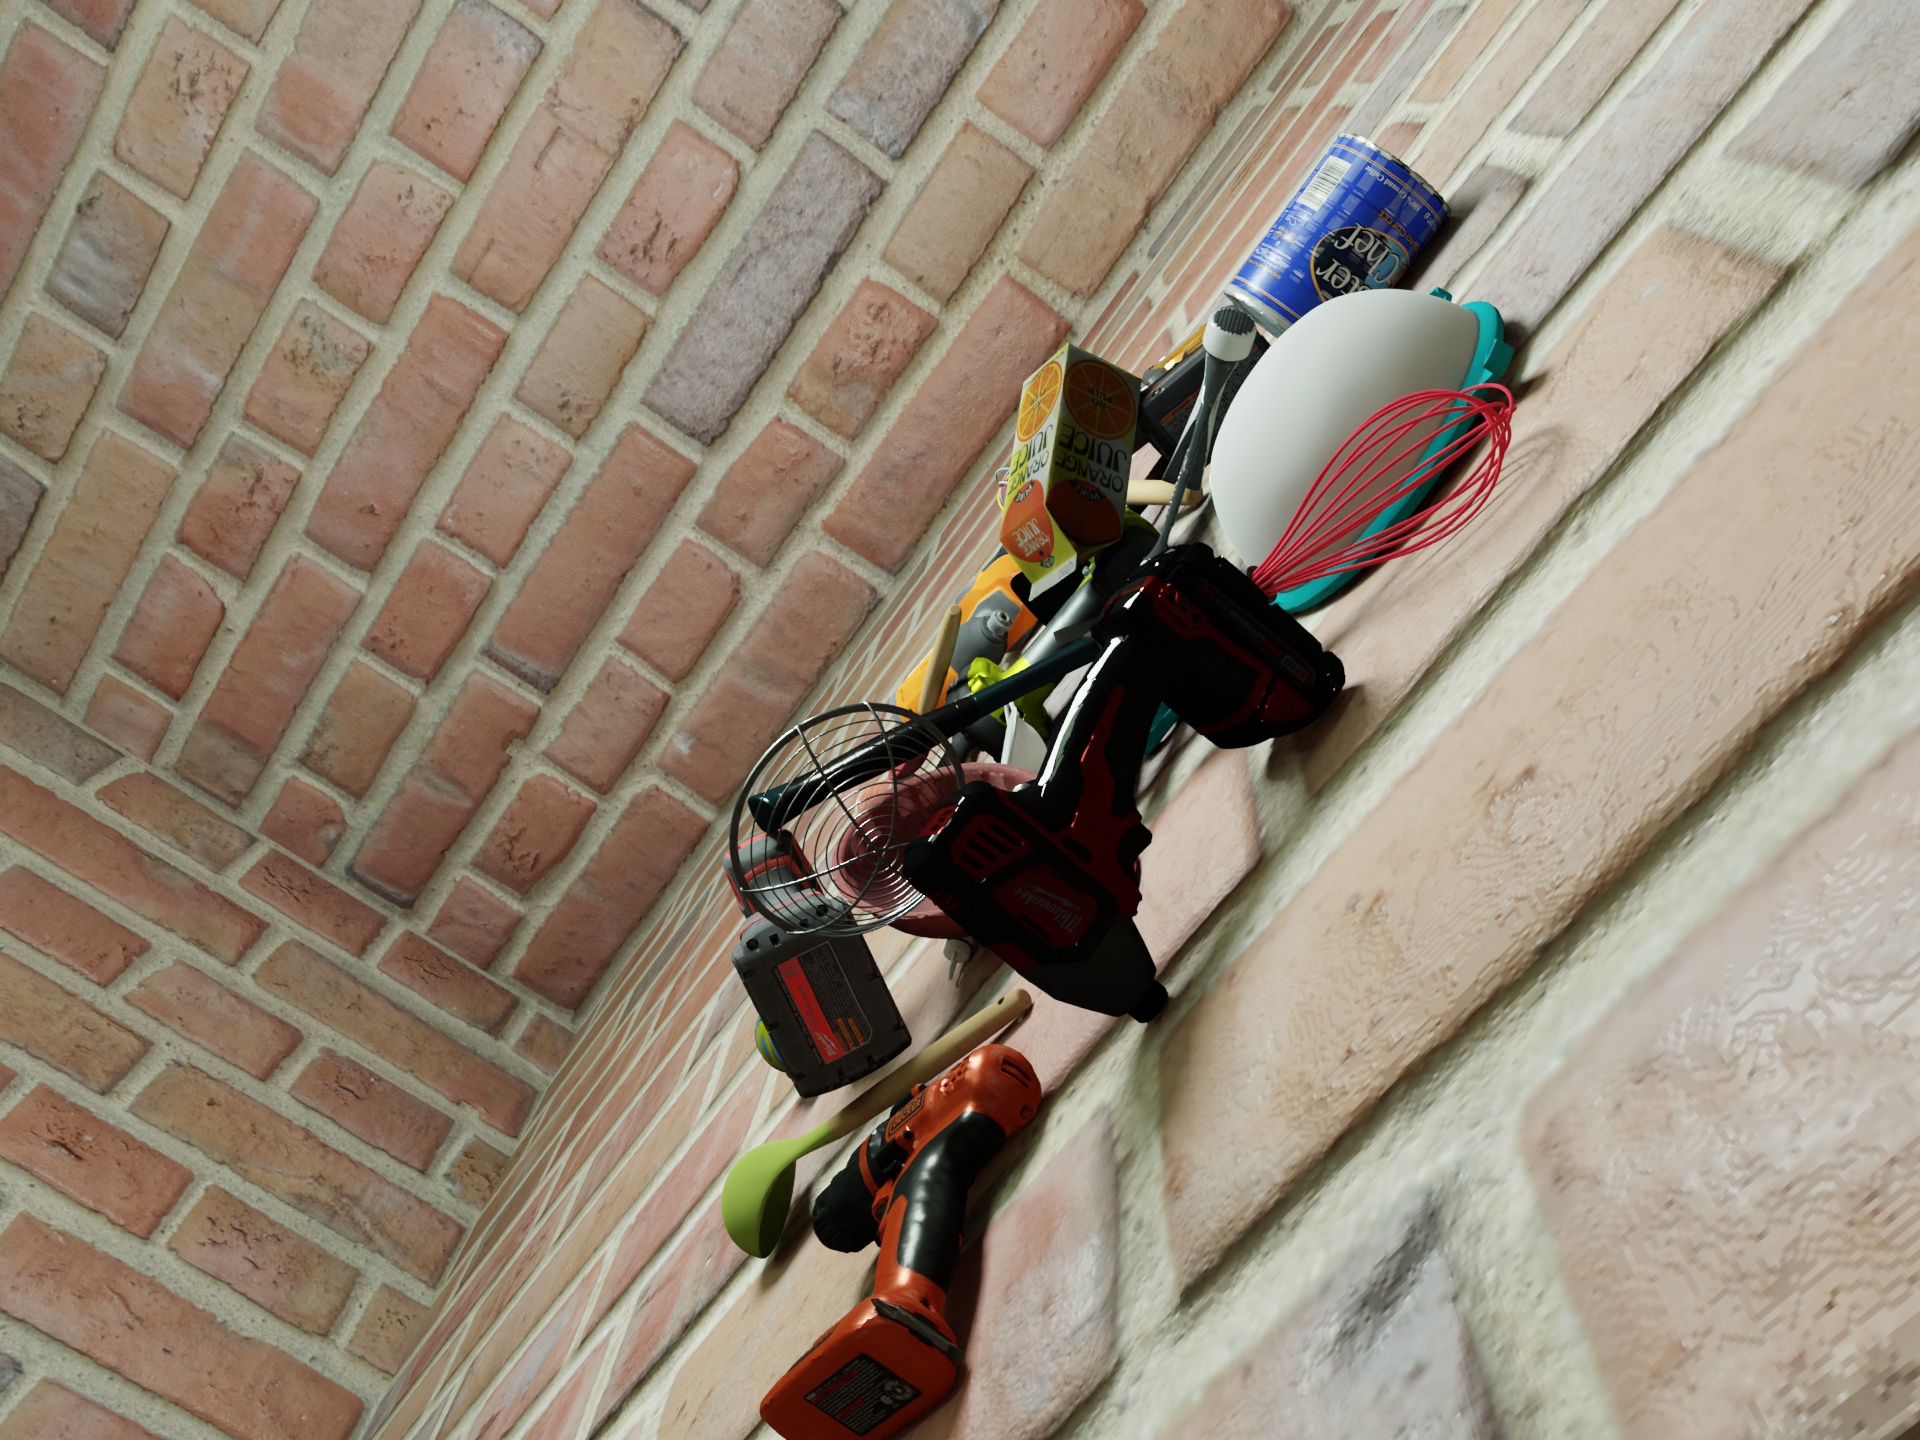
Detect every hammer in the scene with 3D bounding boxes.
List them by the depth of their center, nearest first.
[{"bbox_3d":[0.133,-0.111,1.086,0.149,0.036,0.409,102,-172,-49],"label":"hammer"},{"bbox_3d":[-0.002,-0.004,1.164,0.331,0.033,0.128,-27,8,-10],"label":"hammer"}]

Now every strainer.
[{"bbox_3d":[0.177,-0.128,0.958,0.340,0.095,0.211,-54,10,23],"label":"strainer"},{"bbox_3d":[0.026,0.084,1.177,0.086,0.050,0.259,102,-174,-51],"label":"strainer"}]

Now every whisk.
[{"bbox_3d":[0.175,-0.083,0.851,0.295,0.073,0.073,-39,18,41],"label":"whisk"},{"bbox_3d":[0.117,-0.207,1.413,0.245,0.051,0.047,10,47,48],"label":"whisk"},{"bbox_3d":[-0.021,0.062,1.451,0.070,0.070,0.285,-50,6,33],"label":"whisk"}]

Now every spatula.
[{"bbox_3d":[0.168,-0.214,1.459,0.317,0.082,0.044,-53,20,-18],"label":"spatula"}]

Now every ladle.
[{"bbox_3d":[-0.054,0.257,1.019,0.320,0.062,0.078,-41,14,33],"label":"ladle"},{"bbox_3d":[-0.027,-0.022,1.385,0.315,0.031,0.069,110,-176,-64],"label":"ladle"}]

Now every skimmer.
[{"bbox_3d":[-0.008,0.043,0.915,0.363,0.090,0.127,-12,-57,-70],"label":"skimmer"}]

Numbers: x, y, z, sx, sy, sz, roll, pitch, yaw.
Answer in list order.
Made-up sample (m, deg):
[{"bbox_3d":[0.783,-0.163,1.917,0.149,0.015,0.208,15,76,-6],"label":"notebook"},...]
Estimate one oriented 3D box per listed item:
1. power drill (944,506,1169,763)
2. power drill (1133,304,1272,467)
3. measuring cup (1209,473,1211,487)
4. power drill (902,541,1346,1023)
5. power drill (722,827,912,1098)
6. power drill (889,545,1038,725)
[{"bbox_3d":[0.086,-0.076,1.325,0.223,0.080,0.171,-50,10,13],"label":"power drill"},{"bbox_3d":[0.188,-0.272,1.364,0.185,0.084,0.226,-38,13,13],"label":"power drill"},{"bbox_3d":[0.219,-0.187,1.133,0.083,0.038,0.167,-55,7,4],"label":"measuring cup"},{"bbox_3d":[0.086,0.033,0.779,0.220,0.143,0.078,-52,7,-20],"label":"power drill"},{"bbox_3d":[-0.097,0.180,1.095,0.080,0.188,0.227,-26,12,-7],"label":"power drill"},{"bbox_3d":[0.027,-0.092,1.570,0.164,0.084,0.227,-46,6,40],"label":"power drill"}]
